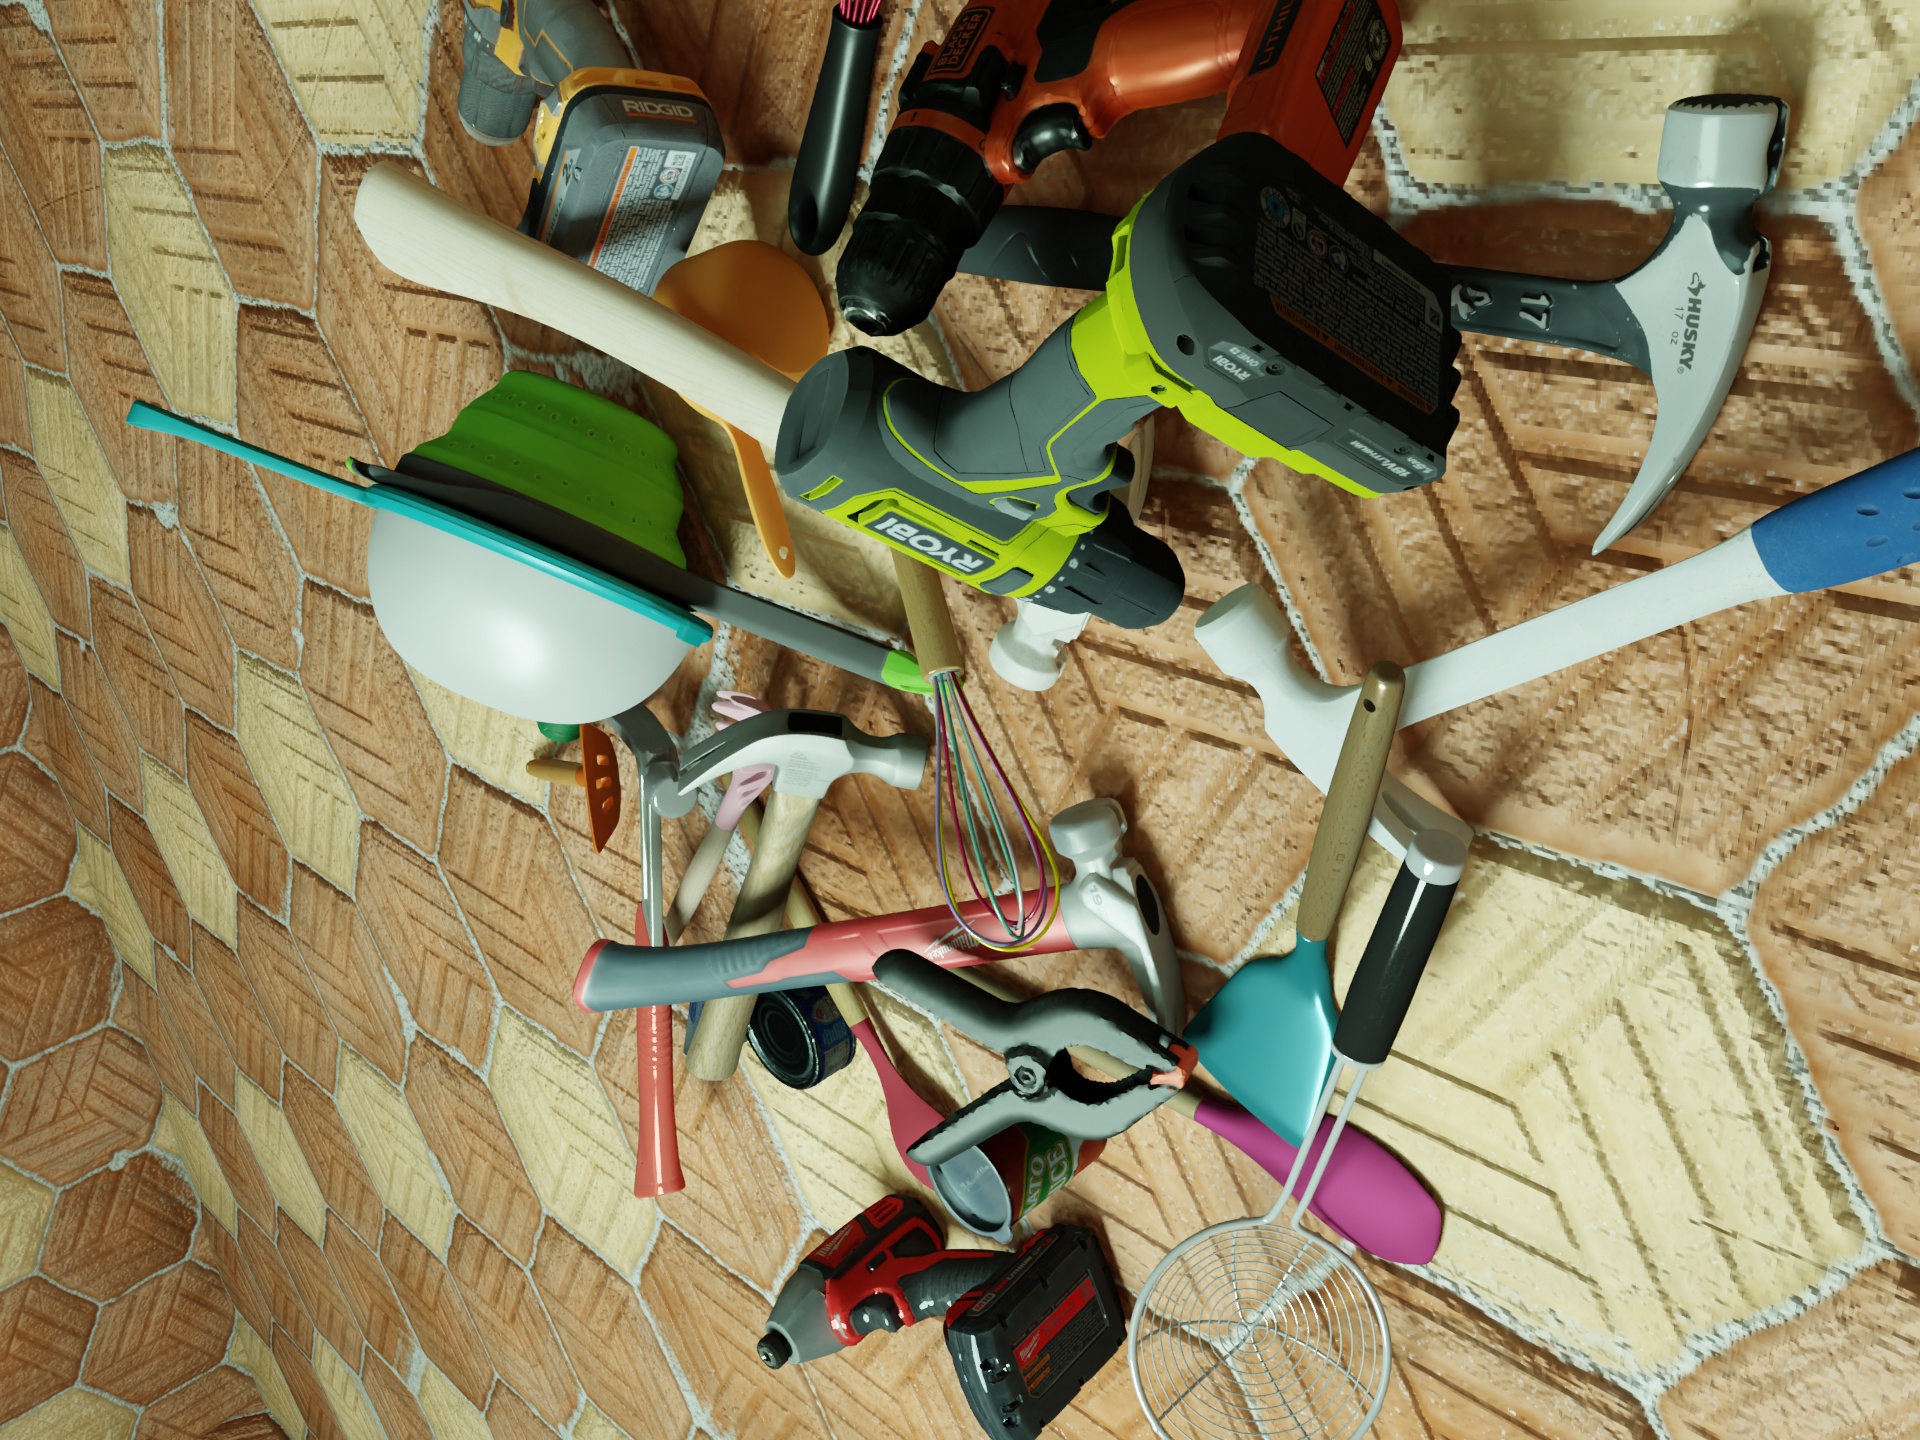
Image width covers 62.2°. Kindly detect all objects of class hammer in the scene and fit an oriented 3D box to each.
[{"bbox_3d":[-0.216,0.172,1.105,0.149,0.036,0.359,-141,49,-57],"label":"hammer"},{"bbox_3d":[0.105,-0.177,0.637,0.409,0.036,0.149,22,126,40],"label":"hammer"},{"bbox_3d":[-0.126,0.117,0.974,0.031,0.130,0.331,-92,18,-47],"label":"hammer"},{"bbox_3d":[-0.063,0.144,0.893,0.386,0.038,0.143,-13,102,31],"label":"hammer"},{"bbox_3d":[-0.107,-0.168,0.756,0.410,0.038,0.146,29,129,6],"label":"hammer"},{"bbox_3d":[0.250,-0.044,0.502,0.144,0.035,0.405,50,144,-9],"label":"hammer"}]

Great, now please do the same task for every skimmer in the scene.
[{"bbox_3d":[0.160,0.206,0.699,0.127,0.090,0.363,11,129,4],"label":"skimmer"}]

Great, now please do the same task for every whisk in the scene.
[{"bbox_3d":[0.001,-0.003,0.793,0.047,0.051,0.245,-26,67,27],"label":"whisk"},{"bbox_3d":[-0.042,-0.330,0.704,0.073,0.073,0.295,47,144,20],"label":"whisk"}]

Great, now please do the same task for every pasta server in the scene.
[{"bbox_3d":[-0.168,0.080,1.044,0.316,0.040,0.060,-57,46,50],"label":"pasta server"}]

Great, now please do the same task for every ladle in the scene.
[{"bbox_3d":[-0.076,0.170,1.026,0.069,0.031,0.315,-38,79,51],"label":"ladle"}]

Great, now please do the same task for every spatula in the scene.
[{"bbox_3d":[-0.274,0.038,1.101,0.323,0.041,0.081,0,97,64],"label":"spatula"},{"bbox_3d":[0.148,0.083,0.678,0.082,0.044,0.317,41,155,28],"label":"spatula"}]

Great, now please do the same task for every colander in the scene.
[{"bbox_3d":[-0.163,-0.117,0.916,0.397,0.204,0.094,21,87,21],"label":"colander"}]

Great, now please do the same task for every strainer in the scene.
[{"bbox_3d":[-0.316,-0.077,0.913,0.211,0.340,0.095,-169,100,-76],"label":"strainer"}]

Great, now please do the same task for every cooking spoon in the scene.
[{"bbox_3d":[0.107,0.194,0.841,0.319,0.017,0.068,23,125,38],"label":"cooking spoon"}]

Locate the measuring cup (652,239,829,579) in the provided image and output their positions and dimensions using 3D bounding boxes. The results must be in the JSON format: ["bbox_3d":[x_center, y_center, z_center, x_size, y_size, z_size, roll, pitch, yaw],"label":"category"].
[{"bbox_3d":[-0.098,-0.161,0.820,0.052,0.095,0.173,-11,97,41],"label":"measuring cup"}]

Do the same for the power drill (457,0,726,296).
[{"bbox_3d":[-0.214,-0.330,0.850,0.185,0.084,0.226,-49,57,48],"label":"power drill"}]

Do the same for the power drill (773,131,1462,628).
[{"bbox_3d":[0.066,-0.102,0.590,0.228,0.190,0.080,-19,55,50],"label":"power drill"}]

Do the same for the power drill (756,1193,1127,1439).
[{"bbox_3d":[-0.021,0.360,0.974,0.220,0.143,0.078,-8,106,47],"label":"power drill"}]
